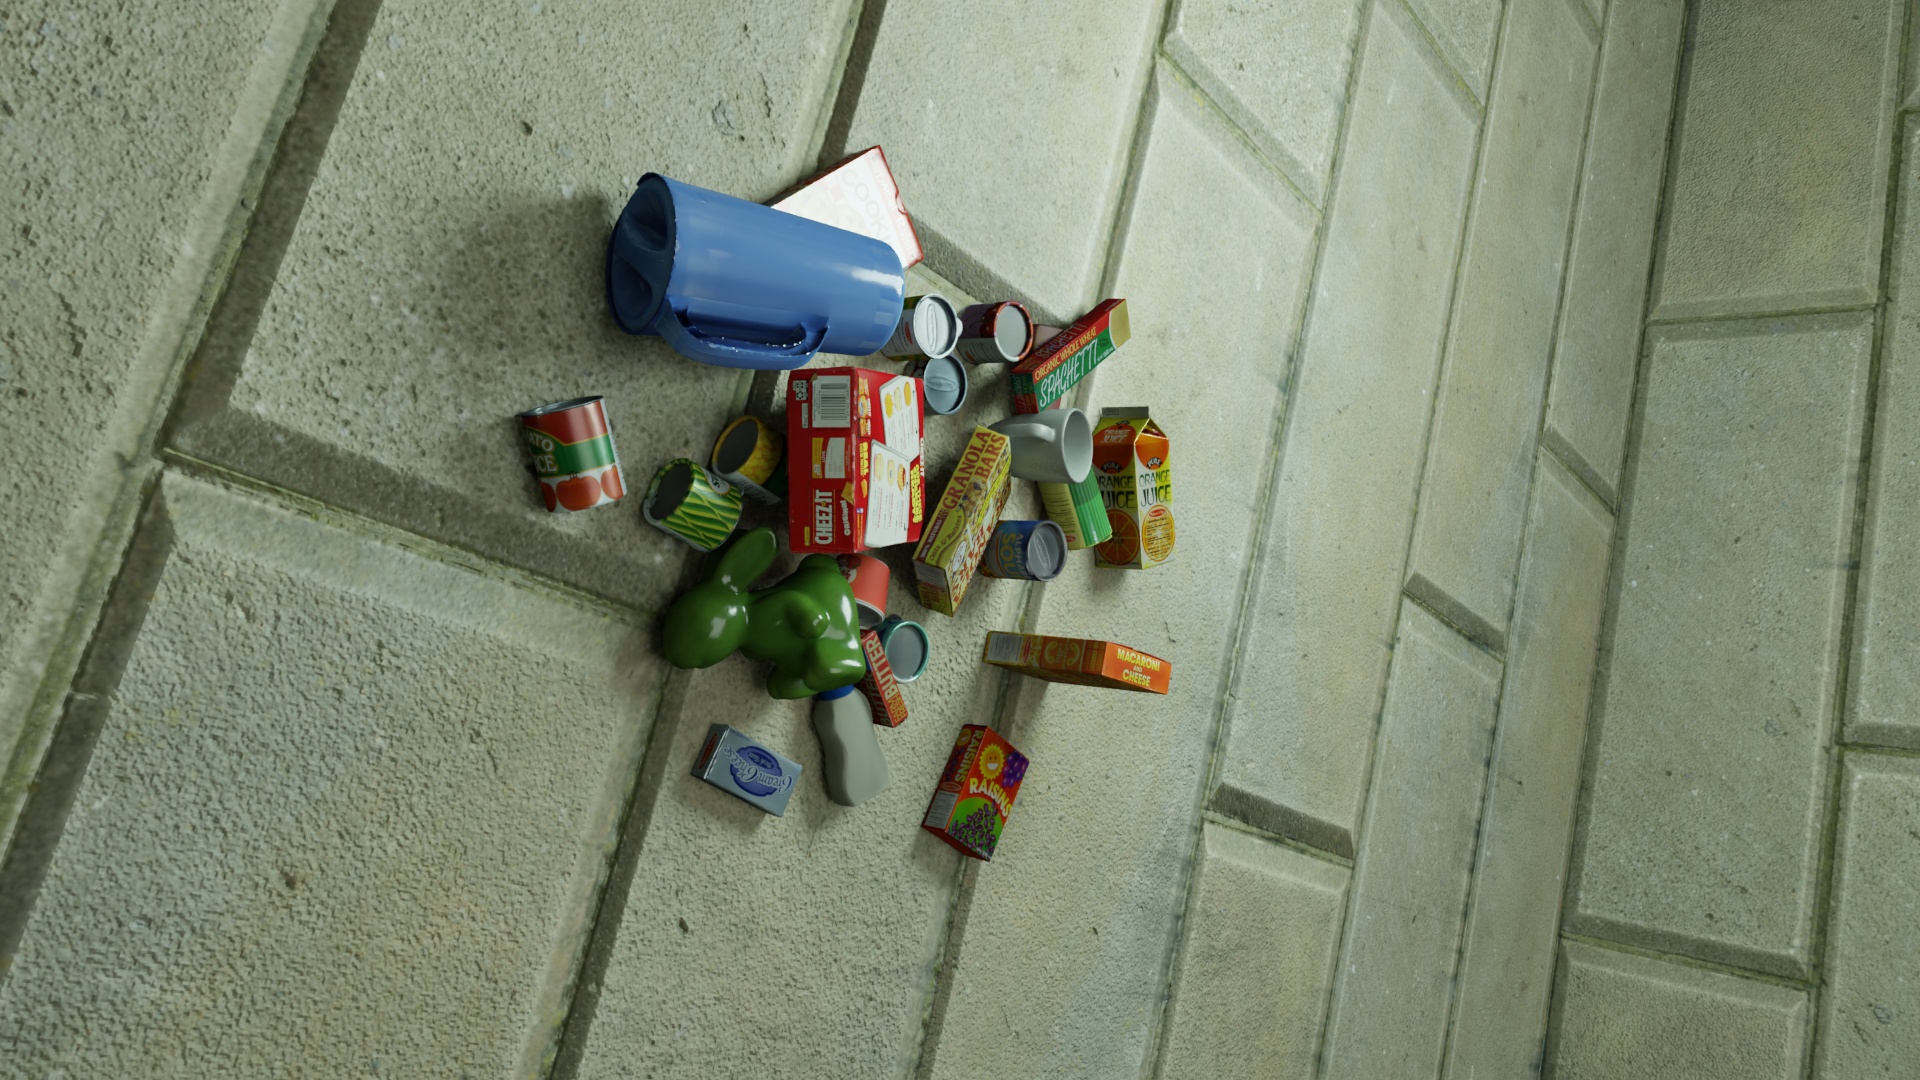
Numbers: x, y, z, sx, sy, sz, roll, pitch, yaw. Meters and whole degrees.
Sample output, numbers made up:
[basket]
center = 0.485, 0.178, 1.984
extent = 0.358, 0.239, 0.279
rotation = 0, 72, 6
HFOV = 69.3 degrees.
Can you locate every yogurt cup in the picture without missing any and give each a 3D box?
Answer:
[yogurt cup]
center = -0.102, 0.047, 1.360
extent = 0.072, 0.072, 0.054
rotation = 36, 58, -41

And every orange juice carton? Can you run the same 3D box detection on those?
[orange juice carton]
center = 0.205, -0.066, 1.670
extent = 0.073, 0.072, 0.192
rotation = -12, 100, -46

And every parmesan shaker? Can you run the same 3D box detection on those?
[parmesan shaker]
center = 0.131, -0.049, 1.592
extent = 0.071, 0.071, 0.102
rotation = -35, 116, -40

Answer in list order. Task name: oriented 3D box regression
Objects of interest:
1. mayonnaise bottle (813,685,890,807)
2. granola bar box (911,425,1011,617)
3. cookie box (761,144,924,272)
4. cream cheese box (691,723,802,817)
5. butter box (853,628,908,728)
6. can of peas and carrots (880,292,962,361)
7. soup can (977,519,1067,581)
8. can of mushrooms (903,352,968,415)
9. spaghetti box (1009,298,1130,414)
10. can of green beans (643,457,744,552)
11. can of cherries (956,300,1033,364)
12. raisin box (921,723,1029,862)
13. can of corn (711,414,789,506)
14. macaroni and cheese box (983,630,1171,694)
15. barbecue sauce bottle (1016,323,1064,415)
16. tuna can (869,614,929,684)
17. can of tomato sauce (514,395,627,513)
[mayonnaise bottle]
center = -0.113, 0.183, 1.367
extent = 0.065, 0.041, 0.147
rotation = -27, 109, -44
[granola bar box]
center = 0.005, -0.018, 1.442
extent = 0.123, 0.039, 0.166
rotation = 83, 29, -64
[cookie box]
center = -0.118, -0.295, 1.350
extent = 0.168, 0.040, 0.122
rotation = -41, 119, -37
[cream cheese box]
center = -0.197, 0.214, 1.291
extent = 0.103, 0.024, 0.053
rotation = 39, 64, -40
[butter box]
center = -0.092, 0.135, 1.379
extent = 0.024, 0.053, 0.103
rotation = -36, 116, -37
[can of peas and carrots]
center = -0.043, -0.217, 1.417
extent = 0.071, 0.058, 0.071
rotation = -2, 93, -47
[soup can]
center = 0.062, 0.011, 1.514
extent = 0.071, 0.083, 0.071
rotation = -1, 92, -46
[can of mushrooms]
center = -0.026, -0.166, 1.454
extent = 0.071, 0.033, 0.071
rotation = -2, 93, -45
[spaghetti box]
center = 0.127, -0.209, 1.553
extent = 0.251, 0.028, 0.050
rotation = -42, 128, -49
[can of green beans]
center = -0.234, -0.031, 1.216
extent = 0.057, 0.071, 0.071
rotation = 35, 67, -41
[can of cherries]
center = 0.037, -0.227, 1.500
extent = 0.071, 0.058, 0.071
rotation = -2, 93, -46
[raisin box]
center = 0.018, 0.273, 1.506
extent = 0.086, 0.040, 0.124
rotation = 42, 61, -37
[can of corn]
center = -0.184, -0.076, 1.268
extent = 0.058, 0.071, 0.071
rotation = 34, 67, -41
[macaroni and cheese box]
center = 0.128, 0.133, 1.526
extent = 0.123, 0.166, 0.040
rotation = 21, 76, -45
[barbecue sauce bottle]
center = 0.088, -0.166, 1.566
extent = 0.065, 0.043, 0.148
rotation = 7, 86, -50
[tuna can]
center = -0.064, 0.111, 1.421
extent = 0.071, 0.033, 0.071
rotation = -3, 93, -46
[can of tomato sauce]
center = -0.316, -0.070, 1.131
extent = 0.071, 0.071, 0.083
rotation = -25, 109, -43
